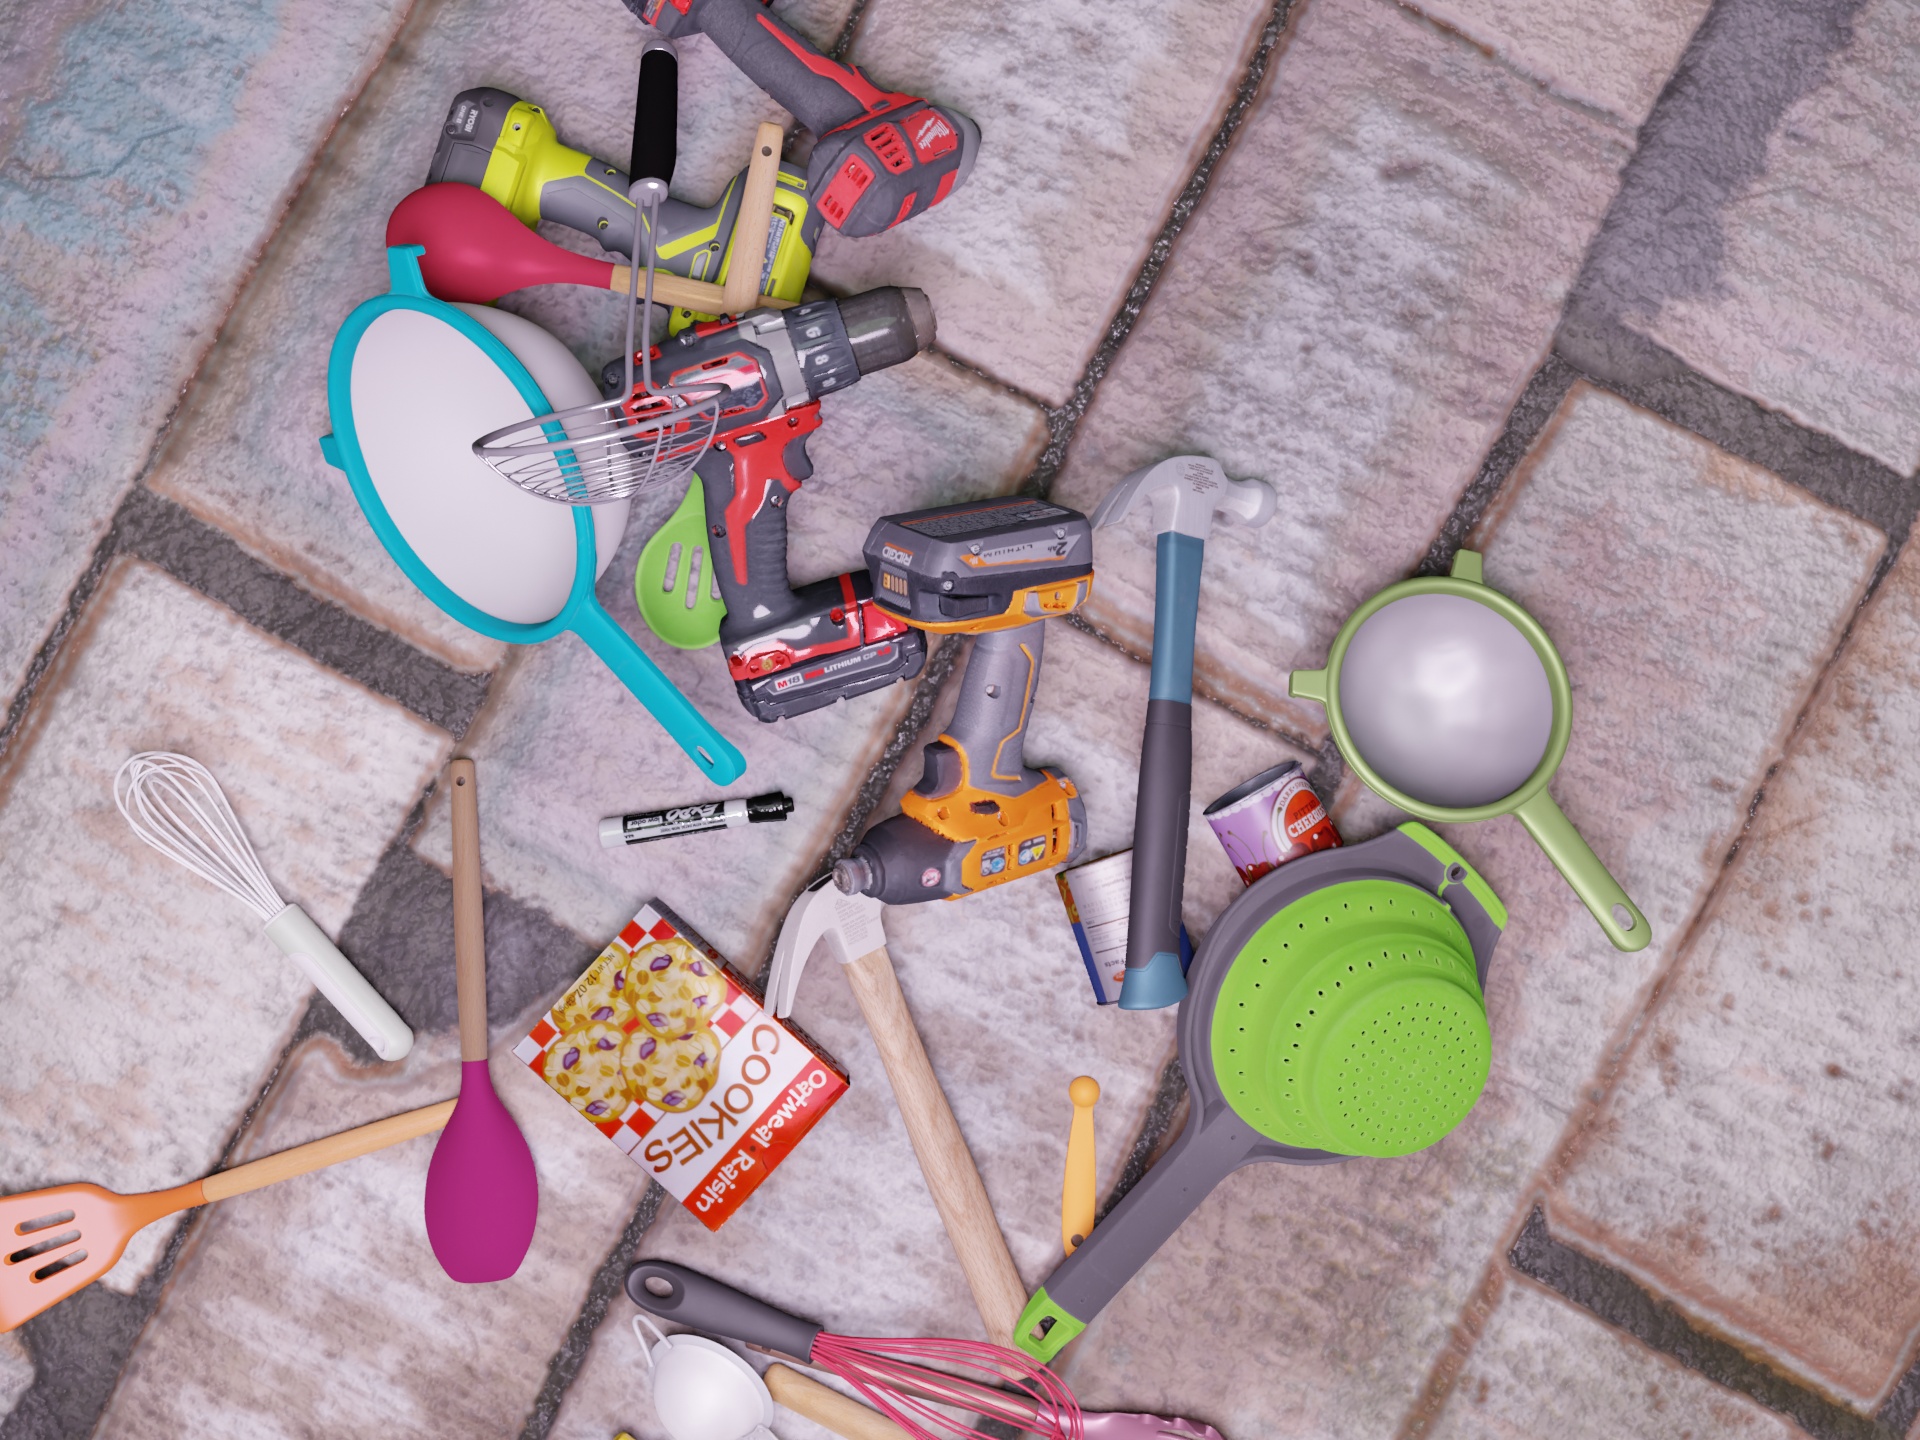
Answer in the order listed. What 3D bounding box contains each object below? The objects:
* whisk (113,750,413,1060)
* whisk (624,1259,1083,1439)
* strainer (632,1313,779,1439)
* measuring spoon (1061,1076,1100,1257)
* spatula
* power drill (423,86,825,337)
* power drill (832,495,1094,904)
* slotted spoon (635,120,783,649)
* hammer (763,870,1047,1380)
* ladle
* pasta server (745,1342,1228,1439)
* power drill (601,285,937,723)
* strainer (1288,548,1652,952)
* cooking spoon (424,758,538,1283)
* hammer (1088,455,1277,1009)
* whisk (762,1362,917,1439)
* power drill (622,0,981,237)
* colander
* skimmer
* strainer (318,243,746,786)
[{"bbox_3d":[-0.424,0.115,0.977,0.246,0.059,0.058,49,128,-4],"label":"whisk"},{"bbox_3d":[-0.069,0.381,0.952,0.296,0.073,0.073,15,89,14],"label":"whisk"},{"bbox_3d":[-0.102,0.452,0.972,0.258,0.050,0.087,36,124,-6],"label":"strainer"},{"bbox_3d":[0.075,0.282,0.993,0.021,0.011,0.117,3,89,0],"label":"measuring spoon"},{"bbox_3d":[-0.443,0.284,0.977,0.322,0.041,0.081,-18,89,-1],"label":"spatula"},{"bbox_3d":[-0.209,-0.278,0.969,0.223,0.080,0.171,18,88,-3],"label":"power drill"},{"bbox_3d":[-0.001,-0.003,0.903,0.164,0.084,0.226,-15,116,-34],"label":"power drill"},{"bbox_3d":[-0.138,-0.188,0.933,0.070,0.031,0.313,10,116,-10],"label":"slotted spoon"},{"bbox_3d":[-0.020,0.247,0.967,0.130,0.031,0.331,-24,95,-30],"label":"hammer"},{"bbox_3d":[-0.176,-0.251,0.925,0.315,0.031,0.069,11,102,-8],"label":"ladle"},{"bbox_3d":[0.020,0.424,0.979,0.316,0.040,0.060,15,100,1],"label":"pasta server"},{"bbox_3d":[-0.083,-0.130,0.919,0.188,0.080,0.226,-18,116,-2],"label":"power drill"},{"bbox_3d":[0.318,0.035,0.961,0.151,0.069,0.256,-35,84,-12],"label":"strainer"},{"bbox_3d":[-0.300,0.183,0.978,0.068,0.017,0.319,-4,84,-4],"label":"cooking spoon"},{"bbox_3d":[0.123,0.004,0.934,0.128,0.033,0.331,11,78,-33],"label":"hammer"},{"bbox_3d":[-0.011,0.458,0.972,0.245,0.051,0.047,25,51,5],"label":"whisk"},{"bbox_3d":[-0.084,-0.393,0.949,0.219,0.078,0.143,48,46,-1],"label":"power drill"},{"bbox_3d":[0.182,0.244,0.924,0.204,0.095,0.397,41,92,-22],"label":"colander"},{"bbox_3d":[-0.179,-0.258,0.840,0.127,0.090,0.364,-8,60,10],"label":"skimmer"},{"bbox_3d":[-0.222,-0.110,0.932,0.340,0.211,0.095,48,47,1],"label":"strainer"}]
